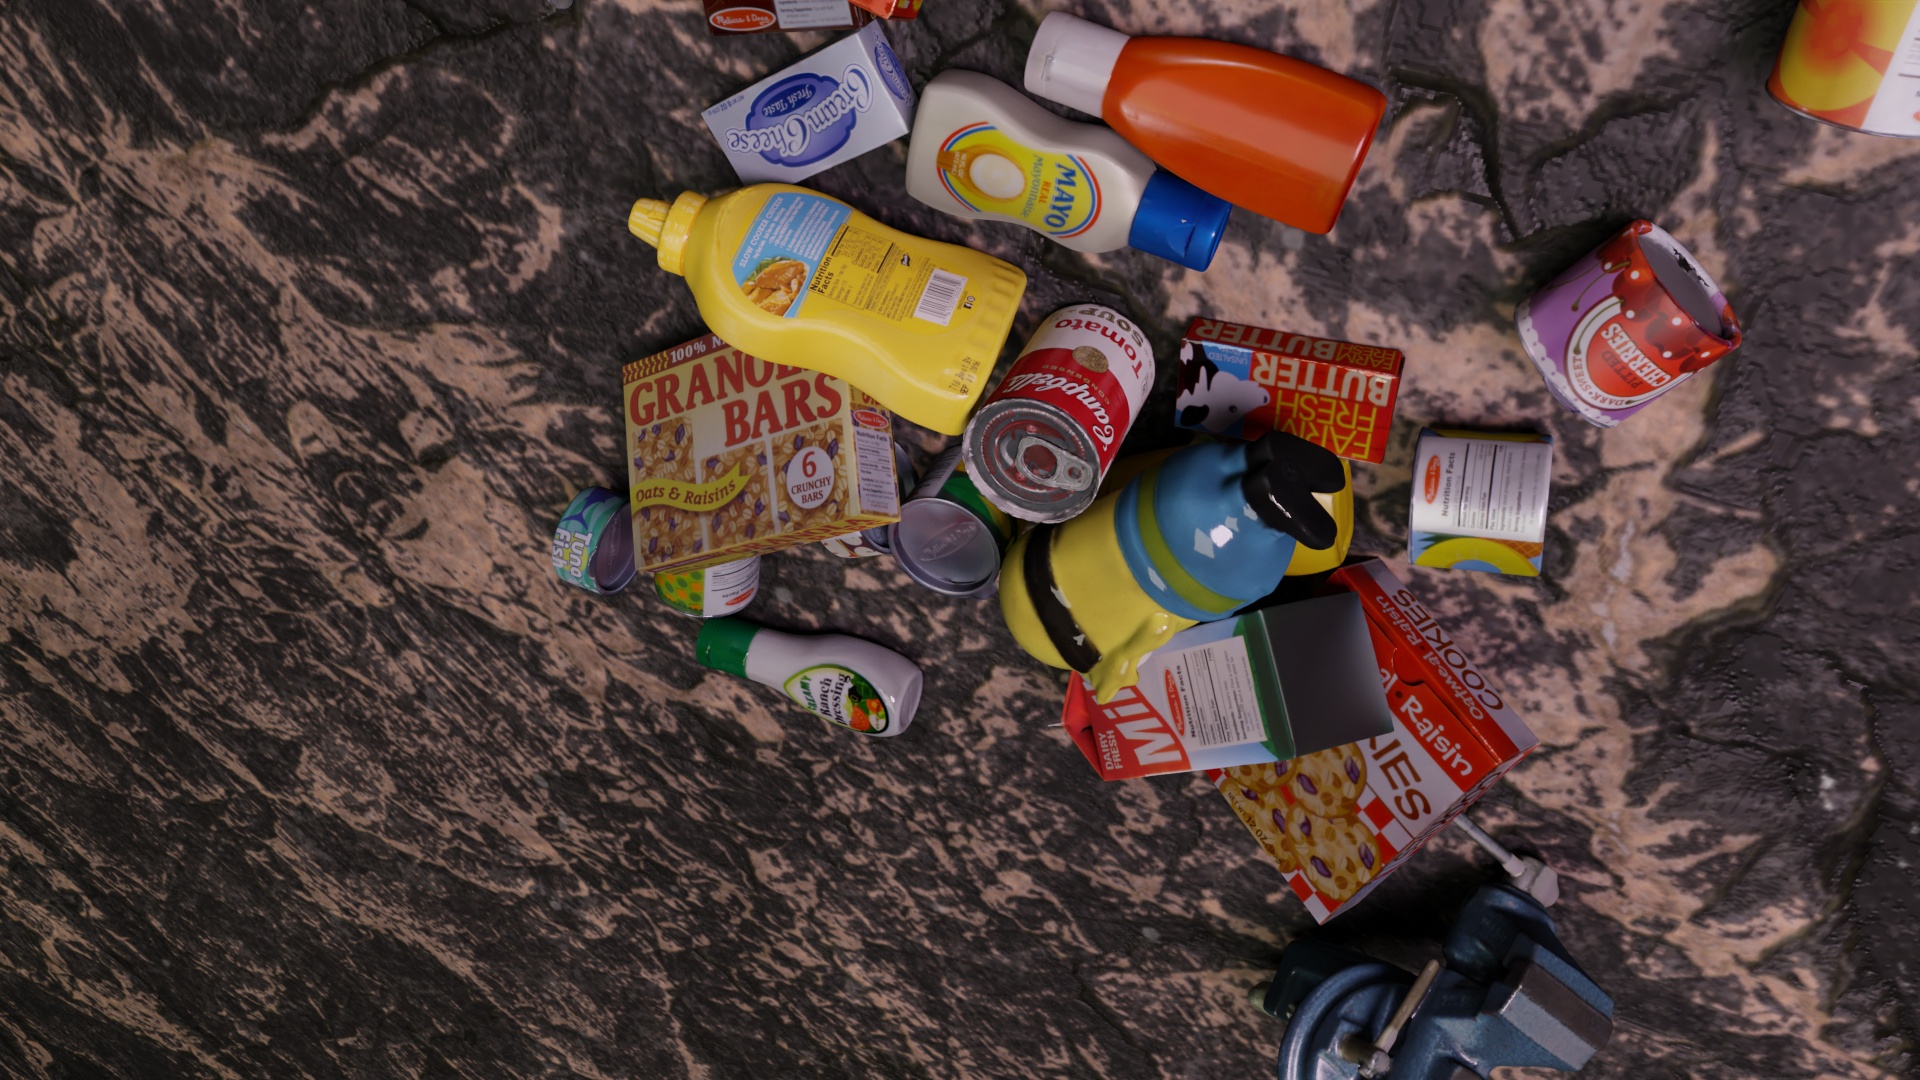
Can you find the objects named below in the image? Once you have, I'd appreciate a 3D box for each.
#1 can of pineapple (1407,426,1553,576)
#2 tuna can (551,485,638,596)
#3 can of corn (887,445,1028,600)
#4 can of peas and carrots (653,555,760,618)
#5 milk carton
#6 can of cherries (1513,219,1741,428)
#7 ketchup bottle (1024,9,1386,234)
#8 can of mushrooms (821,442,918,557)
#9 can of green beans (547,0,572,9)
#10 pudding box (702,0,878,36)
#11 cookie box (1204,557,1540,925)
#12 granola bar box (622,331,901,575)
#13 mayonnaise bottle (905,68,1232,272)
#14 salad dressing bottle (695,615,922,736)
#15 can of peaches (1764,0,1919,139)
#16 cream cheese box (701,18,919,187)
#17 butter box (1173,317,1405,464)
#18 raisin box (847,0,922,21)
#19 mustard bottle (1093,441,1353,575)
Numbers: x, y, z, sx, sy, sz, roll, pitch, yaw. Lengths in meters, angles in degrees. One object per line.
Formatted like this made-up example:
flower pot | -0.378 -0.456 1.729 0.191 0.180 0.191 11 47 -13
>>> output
can of pineapple | 0.241 -0.018 0.645 0.058 0.071 0.070 6 127 23
tuna can | -0.231 0.001 0.890 0.033 0.071 0.070 18 131 14
can of corn | 0.003 -0.010 0.774 0.071 0.058 0.070 13 130 17
can of peas and carrots | -0.158 0.003 0.860 0.071 0.071 0.058 20 131 11
milk carton | 0.127 0.082 0.738 0.190 0.072 0.073 -23 77 55
can of cherries | 0.273 -0.087 0.570 0.071 0.072 0.058 42 132 -8
ketchup bottle | 0.102 -0.186 0.598 0.149 0.044 0.064 23 128 9
can of mushrooms | -0.053 -0.023 0.788 0.033 0.071 0.070 -7 122 33
can of green beans | -0.164 -0.285 0.639 0.058 0.071 0.071 9 128 20
pudding box | -0.080 -0.262 0.639 0.084 0.030 0.049 6 128 23
cookie box | 0.205 0.109 0.737 0.123 0.040 0.166 55 139 26
granola bar box | -0.113 -0.056 0.765 0.165 0.039 0.124 -13 78 33
mayonnaise bottle | 0.050 -0.166 0.641 0.148 0.041 0.064 22 130 10
salad dressing bottle | -0.100 0.084 0.908 0.148 0.044 0.064 15 129 16
can of peaches | 0.322 -0.179 0.480 0.071 0.071 0.057 15 130 16
cream cheese box | -0.072 -0.209 0.680 0.103 0.024 0.053 -14 119 34
butter box | 0.157 -0.072 0.671 0.103 0.024 0.052 13 130 18
raisin box | -0.038 -0.289 0.567 0.086 0.040 0.123 27 113 4
mustard bottle | 0.118 -0.018 0.716 0.160 0.049 0.065 2 126 25
